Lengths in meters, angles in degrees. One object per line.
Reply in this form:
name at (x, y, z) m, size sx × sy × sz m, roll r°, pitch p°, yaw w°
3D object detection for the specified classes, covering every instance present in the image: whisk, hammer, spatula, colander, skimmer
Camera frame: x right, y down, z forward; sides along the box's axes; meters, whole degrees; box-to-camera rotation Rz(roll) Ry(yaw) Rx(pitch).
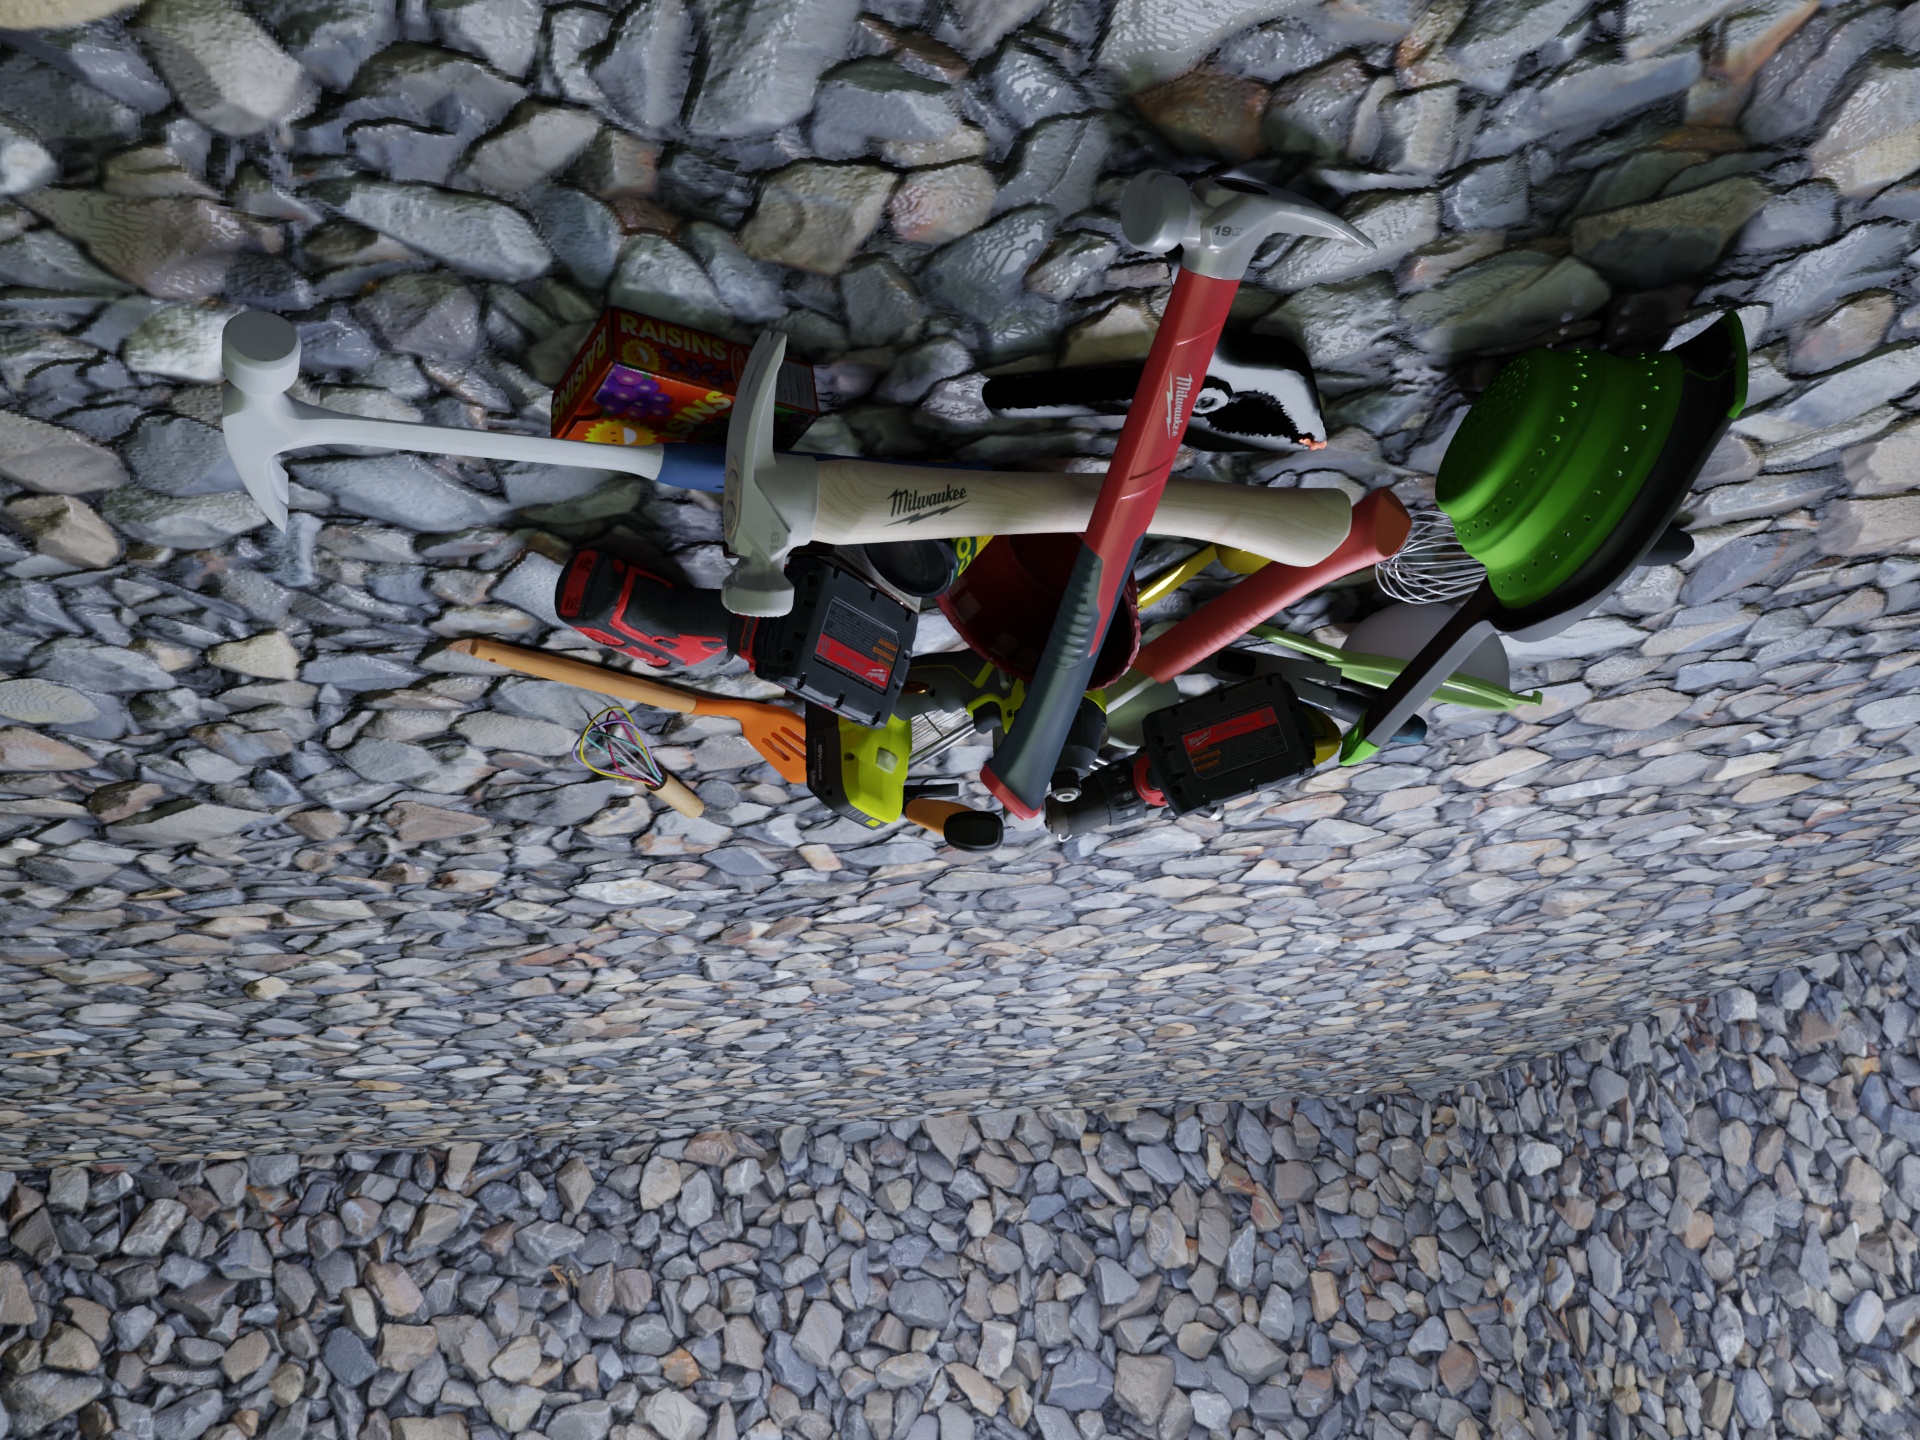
whisk at (0.424, -0.123, 1.163) m, size 0.284 × 0.070 × 0.070 m, roll -4°, pitch 156°, yaw -19°
hammer at (0.099, -0.105, 0.885) m, size 0.143 × 0.038 × 0.386 m, roll -2°, pitch 127°, yaw -30°
hammer at (0.156, -0.059, 1.122) m, size 0.036 × 0.149 × 0.359 m, roll 31°, pitch 131°, yaw -32°
spatula at (-0.227, -0.010, 1.226) m, size 0.322 × 0.041 × 0.081 m, roll 16°, pitch 147°, yaw -41°
colander at (0.324, -0.108, 1.018) m, size 0.094 × 0.205 × 0.397 m, roll 28°, pitch 136°, yaw -4°
whisk at (-0.261, 0.041, 1.335) m, size 0.051 × 0.047 × 0.244 m, roll 0°, pitch 162°, yaw 11°
hammer at (0.062, -0.134, 0.916) m, size 0.410 × 0.146 × 0.038 m, roll -2°, pitch -163°, yaw -29°
skimmer at (0.093, 0.053, 1.360) m, size 0.363 × 0.090 × 0.127 m, roll 21°, pitch 143°, yaw -32°
hammer at (0.310, -0.019, 1.347) m, size 0.128 × 0.033 × 0.330 m, roll 13°, pitch 180°, yaw 40°
hammer at (-0.176, -0.138, 0.858) m, size 0.405 × 0.035 × 0.144 m, roll 2°, pitch 154°, yaw -24°
hammer at (-0.021, 0.077, 1.316) m, size 0.127 × 0.034 × 0.337 m, roll 3°, pitch -179°, yaw -16°

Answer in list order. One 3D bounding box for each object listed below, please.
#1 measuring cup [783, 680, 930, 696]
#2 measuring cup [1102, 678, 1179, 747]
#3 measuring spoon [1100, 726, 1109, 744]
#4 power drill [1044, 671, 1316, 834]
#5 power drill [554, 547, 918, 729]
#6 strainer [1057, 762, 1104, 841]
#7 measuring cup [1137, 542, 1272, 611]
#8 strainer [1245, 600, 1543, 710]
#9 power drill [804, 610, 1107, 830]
measuring cup at (-0.067, -0.049, 1.085) m, size 0.095 × 0.052 × 0.174 m, roll -18°, pitch -166°, yaw -25°
measuring cup at (0.181, 0.010, 1.362) m, size 0.167 × 0.038 × 0.083 m, roll 27°, pitch 135°, yaw -33°
measuring spoon at (0.094, -0.021, 1.293) m, size 0.034 × 0.018 × 0.124 m, roll -18°, pitch 137°, yaw 17°
power drill at (0.164, 0.039, 1.244) m, size 0.188 × 0.080 × 0.226 m, roll -18°, pitch 173°, yaw -8°
power drill at (-0.143, -0.057, 1.023) m, size 0.220 × 0.078 × 0.143 m, roll 10°, pitch 169°, yaw 37°
strainer at (0.168, 0.033, 1.451) m, size 0.086 × 0.050 × 0.258 m, roll 9°, pitch 145°, yaw -38°
measuring cup at (0.176, -0.104, 1.150) m, size 0.062 × 0.029 × 0.156 m, roll 13°, pitch 146°, yaw -39°
strainer at (0.321, -0.071, 1.248) m, size 0.256 × 0.069 × 0.151 m, roll 16°, pitch 179°, yaw -11°
power drill at (-0.002, -0.004, 1.155) m, size 0.223 × 0.171 × 0.080 m, roll -17°, pitch 151°, yaw 28°
